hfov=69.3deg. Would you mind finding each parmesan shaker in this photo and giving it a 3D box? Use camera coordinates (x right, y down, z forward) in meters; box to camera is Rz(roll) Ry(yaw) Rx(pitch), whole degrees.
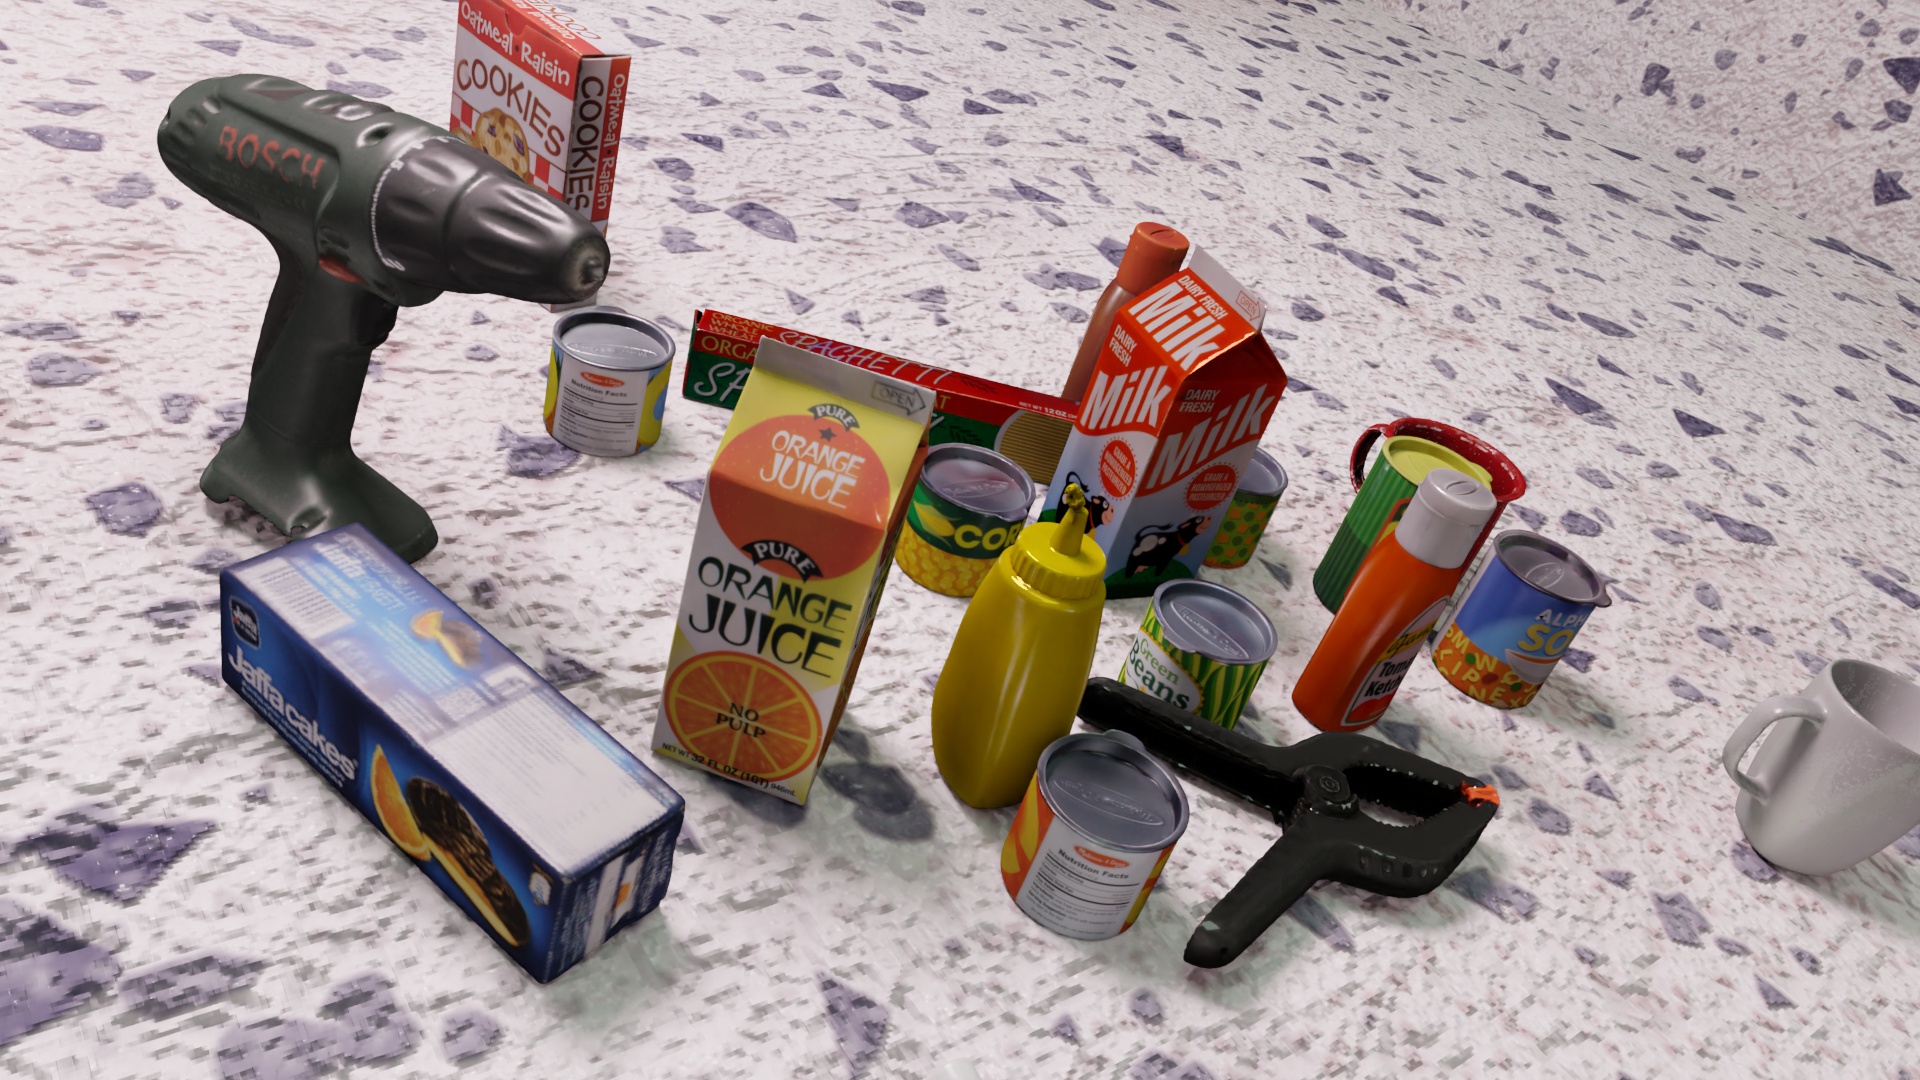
[{"bbox_3d":[0.265,-0.002,0.832,0.071,0.102,0.072,13,33,-9],"label":"parmesan shaker"}]

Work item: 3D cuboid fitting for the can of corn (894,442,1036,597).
[{"bbox_3d":[0.003,-0.009,0.755,0.071,0.058,0.071,13,33,-9],"label":"can of corn"}]

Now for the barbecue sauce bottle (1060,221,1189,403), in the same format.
[{"bbox_3d":[0.106,-0.132,0.903,0.044,0.147,0.065,36,37,24],"label":"barbecue sauce bottle"}]

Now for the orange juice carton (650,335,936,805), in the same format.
[{"bbox_3d":[-0.067,0.010,0.570,0.072,0.191,0.073,20,33,1],"label":"orange juice carton"}]

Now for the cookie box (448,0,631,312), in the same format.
[{"bbox_3d":[-0.269,-0.246,0.866,0.123,0.166,0.040,37,37,26],"label":"cookie box"}]

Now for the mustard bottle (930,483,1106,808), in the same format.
[{"bbox_3d":[0.030,0.043,0.599,0.049,0.159,0.065,-2,38,-29],"label":"mustard bottle"}]

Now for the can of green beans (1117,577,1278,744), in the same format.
[{"bbox_3d":[0.120,0.062,0.710,0.071,0.057,0.071,13,33,-9],"label":"can of green beans"}]

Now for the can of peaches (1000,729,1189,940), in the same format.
[{"bbox_3d":[0.056,0.124,0.588,0.071,0.057,0.071,13,33,-9],"label":"can of peaches"}]

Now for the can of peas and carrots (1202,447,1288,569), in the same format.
[{"bbox_3d":[0.157,-0.025,0.854,0.071,0.058,0.071,13,33,-9],"label":"can of peas and carrots"}]

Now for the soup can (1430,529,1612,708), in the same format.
[{"bbox_3d":[0.324,0.048,0.807,0.071,0.083,0.072,13,33,-9],"label":"soup can"}]

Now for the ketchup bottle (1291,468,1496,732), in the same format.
[{"bbox_3d":[0.226,0.032,0.723,0.065,0.148,0.043,-14,45,-40],"label":"ketchup bottle"}]

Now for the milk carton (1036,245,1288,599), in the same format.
[{"bbox_3d":[0.114,-0.062,0.766,0.073,0.189,0.072,-2,38,-29],"label":"milk carton"}]

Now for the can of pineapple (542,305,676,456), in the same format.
[{"bbox_3d":[-0.195,-0.089,0.773,0.071,0.057,0.071,13,33,-9],"label":"can of pineapple"}]

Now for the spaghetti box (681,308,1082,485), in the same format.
[{"bbox_3d":[-0.044,-0.086,0.850,0.250,0.050,0.029,13,33,-9],"label":"spaghetti box"}]
